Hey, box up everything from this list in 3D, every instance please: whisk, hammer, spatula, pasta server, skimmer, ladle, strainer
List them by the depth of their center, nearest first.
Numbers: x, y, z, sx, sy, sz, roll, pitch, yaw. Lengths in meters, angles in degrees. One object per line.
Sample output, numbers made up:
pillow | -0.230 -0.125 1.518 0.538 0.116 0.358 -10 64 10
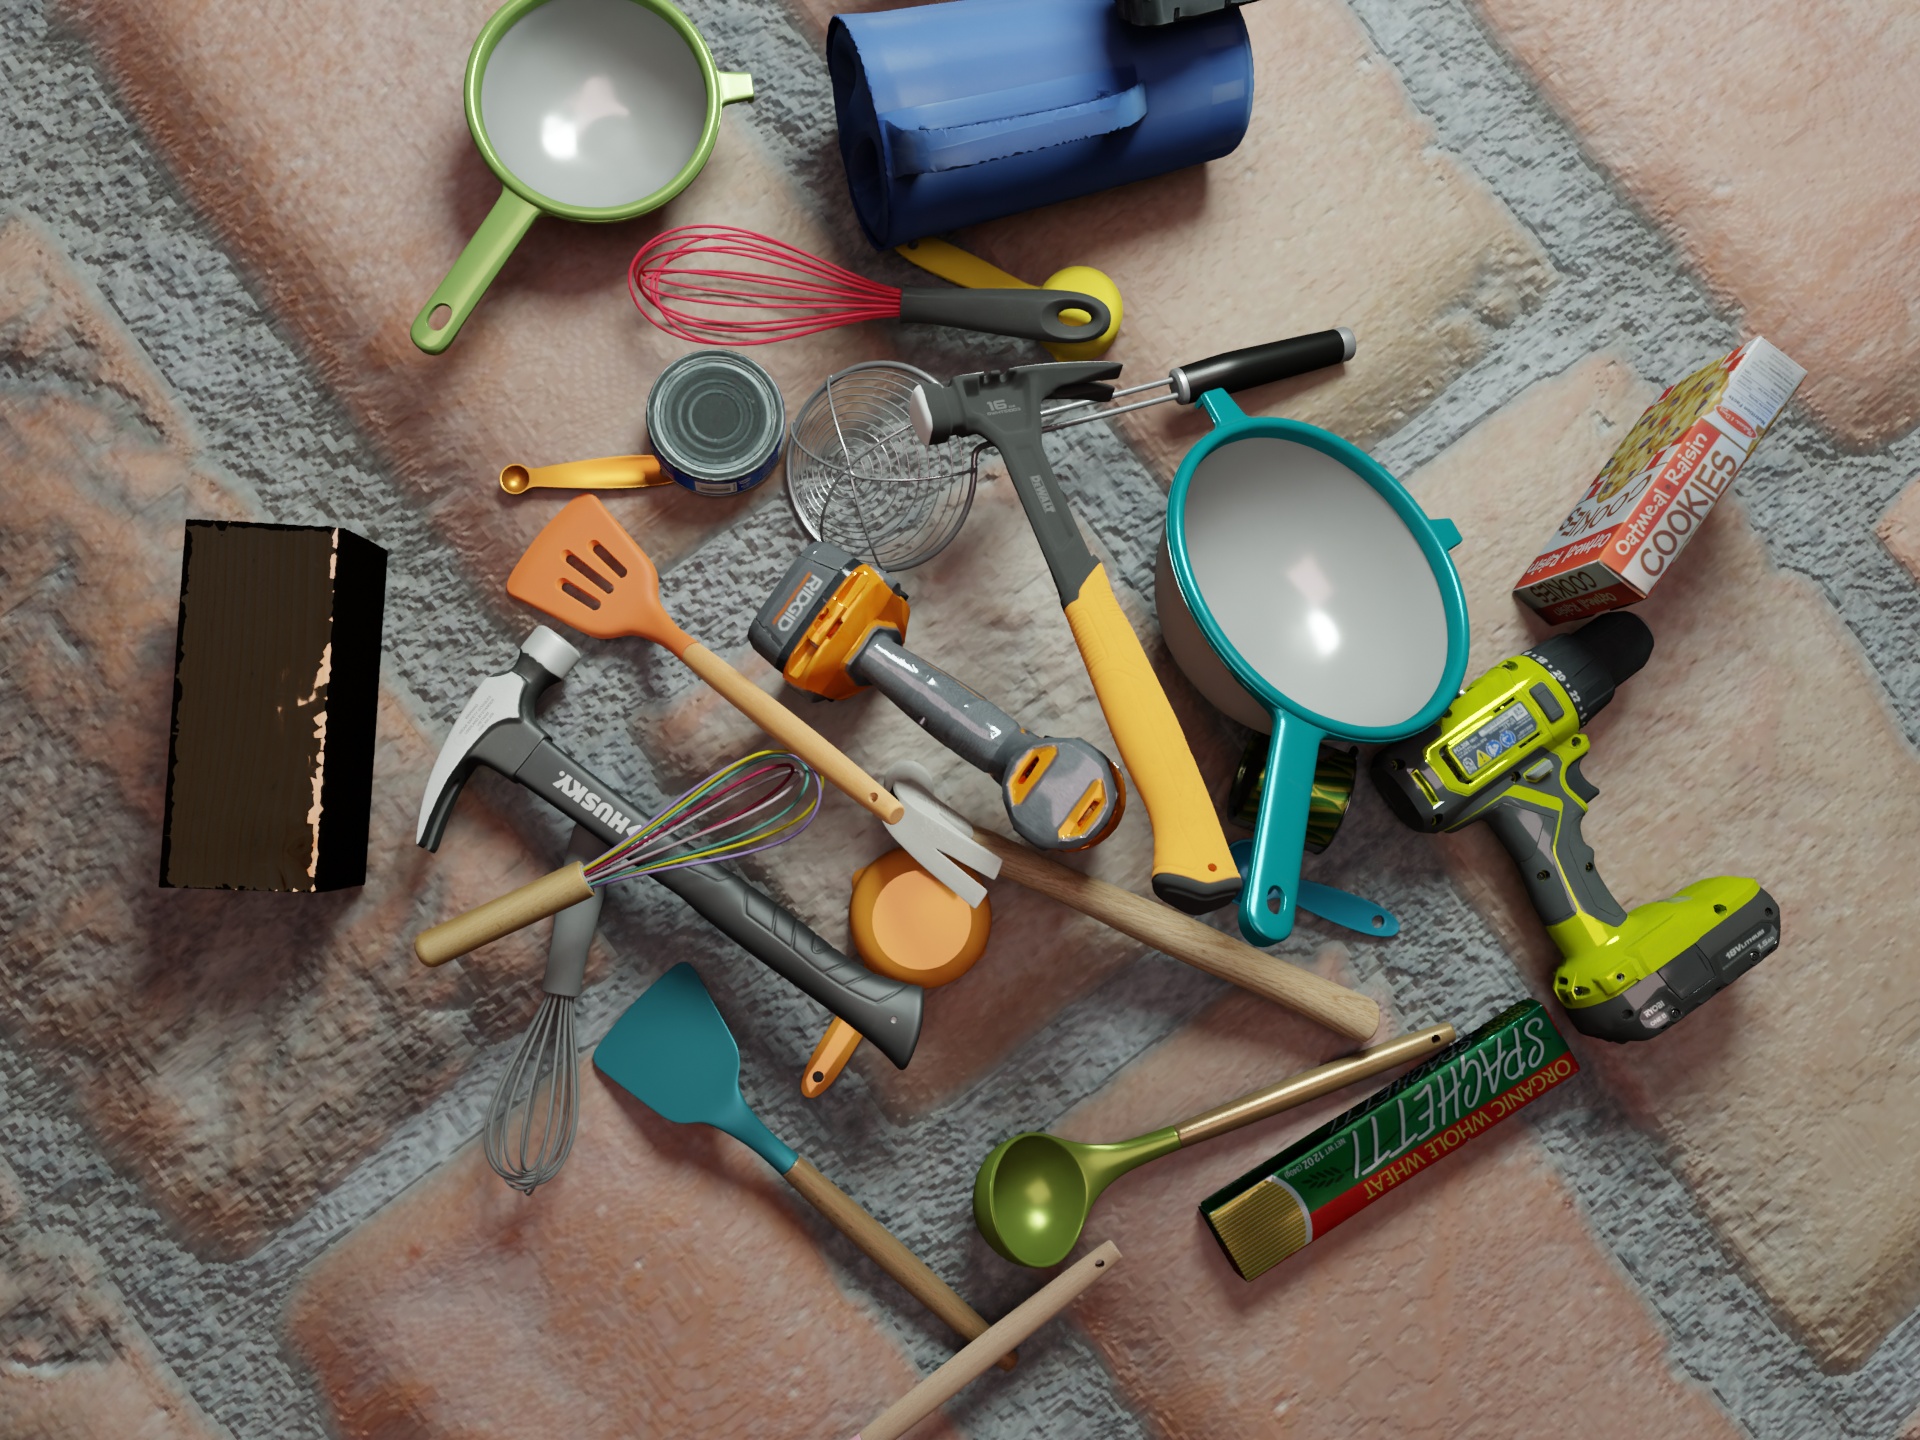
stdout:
hammer | 0.081 -0.054 0.857 0.127 0.034 0.337 -12 65 -17
whisk | -0.191 0.076 0.892 0.245 0.047 0.051 -24 60 -4
spatula | -0.145 -0.031 0.910 0.323 0.041 0.081 35 84 35
strainer | 0.177 -0.015 0.916 0.211 0.095 0.341 26 58 -16
hammer | -0.161 0.094 0.927 0.335 0.035 0.146 35 78 7
pasta server | -0.034 0.408 0.942 0.316 0.040 0.060 -37 89 -3
hammer | 0.105 0.118 0.949 0.331 0.130 0.031 25 101 -10
whisk | -0.239 0.162 0.951 0.055 0.055 0.239 11 81 -3
ladle | 0.159 0.245 0.962 0.320 0.062 0.078 -19 88 -7
spatula | -0.083 0.282 0.962 0.317 0.044 0.082 44 84 -5
strainer | -0.249 -0.323 0.966 0.151 0.069 0.256 33 86 -3
whisk | -0.055 -0.257 0.969 0.296 0.073 0.073 5 86 -1
skimmer | 0.071 -0.190 0.997 0.363 0.090 0.127 -17 94 -15

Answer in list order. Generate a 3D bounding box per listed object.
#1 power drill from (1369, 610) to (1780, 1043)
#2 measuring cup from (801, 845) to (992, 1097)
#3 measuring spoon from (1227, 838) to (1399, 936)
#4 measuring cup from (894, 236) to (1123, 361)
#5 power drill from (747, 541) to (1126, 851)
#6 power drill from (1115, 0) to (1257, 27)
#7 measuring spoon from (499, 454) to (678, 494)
power drill | 0.391 0.061 0.978 0.190 0.080 0.228 -34 86 -5
measuring cup | -0.046 0.154 0.955 0.095 0.052 0.173 32 83 -1
measuring spoon | 0.215 0.109 0.996 0.128 0.021 0.042 21 85 -11
measuring cup | 0.029 -0.276 0.998 0.156 0.029 0.062 22 85 -4
power drill | -0.001 -0.003 0.929 0.226 0.164 0.084 36 91 11
power drill | 0.063 -0.470 0.921 0.188 0.080 0.227 -25 44 -24
measuring spoon | -0.226 -0.152 0.988 0.117 0.011 0.021 -5 82 -7
